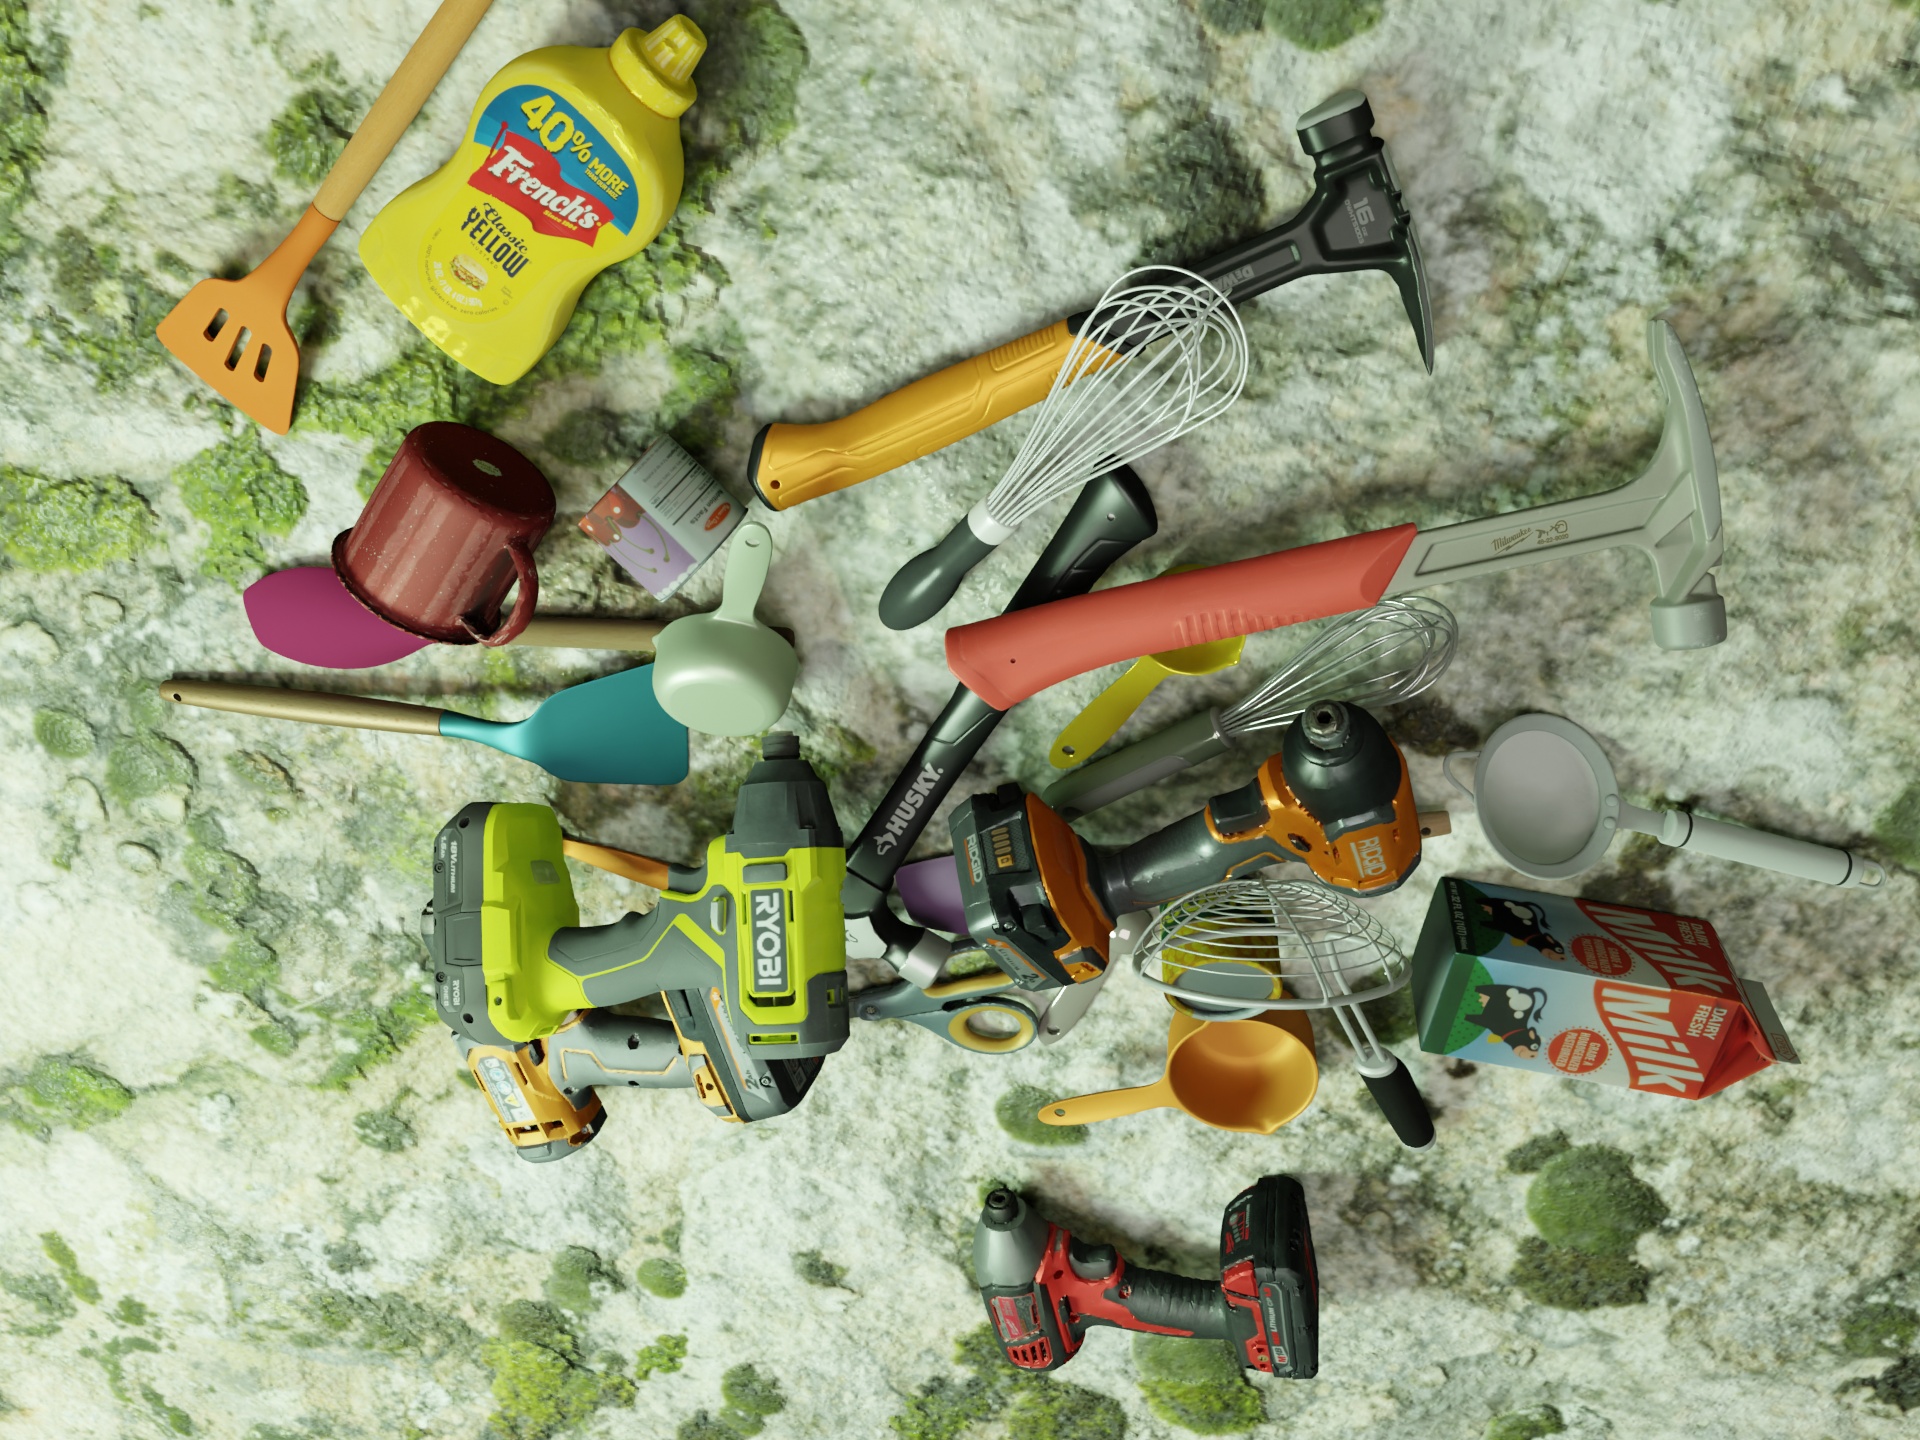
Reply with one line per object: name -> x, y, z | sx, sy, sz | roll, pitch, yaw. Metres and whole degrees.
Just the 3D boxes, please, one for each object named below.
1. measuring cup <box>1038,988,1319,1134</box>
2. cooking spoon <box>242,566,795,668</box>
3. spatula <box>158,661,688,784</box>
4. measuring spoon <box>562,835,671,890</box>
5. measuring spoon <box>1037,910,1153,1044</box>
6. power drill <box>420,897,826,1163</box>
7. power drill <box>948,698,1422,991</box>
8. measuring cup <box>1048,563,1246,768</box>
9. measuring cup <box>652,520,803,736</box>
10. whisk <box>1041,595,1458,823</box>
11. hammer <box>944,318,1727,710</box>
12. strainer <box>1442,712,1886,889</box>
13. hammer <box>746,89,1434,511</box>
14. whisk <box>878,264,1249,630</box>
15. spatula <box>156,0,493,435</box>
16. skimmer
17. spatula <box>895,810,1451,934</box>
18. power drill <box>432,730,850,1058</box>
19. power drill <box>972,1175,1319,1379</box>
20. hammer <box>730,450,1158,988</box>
measuring cup -> 0.129, 0.206, 0.956 | 0.173, 0.052, 0.095 | -18, 116, 21
cooking spoon -> -0.248, -0.050, 0.883 | 0.319, 0.017, 0.068 | 2, 126, 8
spatula -> -0.316, -0.005, 0.921 | 0.317, 0.044, 0.082 | 7, 123, 11
measuring spoon -> -0.205, 0.089, 0.964 | 0.117, 0.011, 0.021 | 18, 122, -1
measuring spoon -> 0.077, 0.158, 0.954 | 0.034, 0.018, 0.124 | 26, 122, -6
power drill -> -0.217, 0.174, 0.977 | 0.226, 0.084, 0.185 | -14, 108, 23
power drill -> 0.114, 0.057, 0.802 | 0.226, 0.084, 0.164 | -17, 149, 11
measuring cup -> 0.094, -0.026, 0.844 | 0.062, 0.029, 0.156 | 33, 132, -10
measuring cup -> -0.117, -0.042, 0.814 | 0.083, 0.038, 0.167 | 12, 150, -9
whisk -> 0.145, 0.001, 0.835 | 0.246, 0.059, 0.057 | -27, 140, 27
hammer -> 0.166, -0.075, 0.753 | 0.359, 0.037, 0.149 | -11, 99, 12
strainer -> 0.365, 0.056, 0.833 | 0.258, 0.050, 0.087 | 13, 78, -5
hammer -> 0.050, -0.166, 0.756 | 0.337, 0.034, 0.127 | -19, 115, 20
whisk -> 0.034, -0.110, 0.741 | 0.070, 0.070, 0.284 | 36, 141, -12
spatula -> -0.287, -0.265, 0.761 | 0.081, 0.041, 0.322 | 40, 115, -15
skimmer -> 0.197, 0.182, 0.832 | 0.127, 0.090, 0.362 | 2, 148, 30
spatula -> 0.116, 0.083, 0.903 | 0.316, 0.018, 0.059 | -11, 118, 17
power drill -> -0.171, 0.098, 0.872 | 0.223, 0.080, 0.171 | -5, 83, 17
power drill -> 0.117, 0.360, 1.038 | 0.219, 0.079, 0.143 | -6, 119, 16
hammer -> -0.001, -0.003, 0.857 | 0.146, 0.035, 0.334 | 32, 119, -3
